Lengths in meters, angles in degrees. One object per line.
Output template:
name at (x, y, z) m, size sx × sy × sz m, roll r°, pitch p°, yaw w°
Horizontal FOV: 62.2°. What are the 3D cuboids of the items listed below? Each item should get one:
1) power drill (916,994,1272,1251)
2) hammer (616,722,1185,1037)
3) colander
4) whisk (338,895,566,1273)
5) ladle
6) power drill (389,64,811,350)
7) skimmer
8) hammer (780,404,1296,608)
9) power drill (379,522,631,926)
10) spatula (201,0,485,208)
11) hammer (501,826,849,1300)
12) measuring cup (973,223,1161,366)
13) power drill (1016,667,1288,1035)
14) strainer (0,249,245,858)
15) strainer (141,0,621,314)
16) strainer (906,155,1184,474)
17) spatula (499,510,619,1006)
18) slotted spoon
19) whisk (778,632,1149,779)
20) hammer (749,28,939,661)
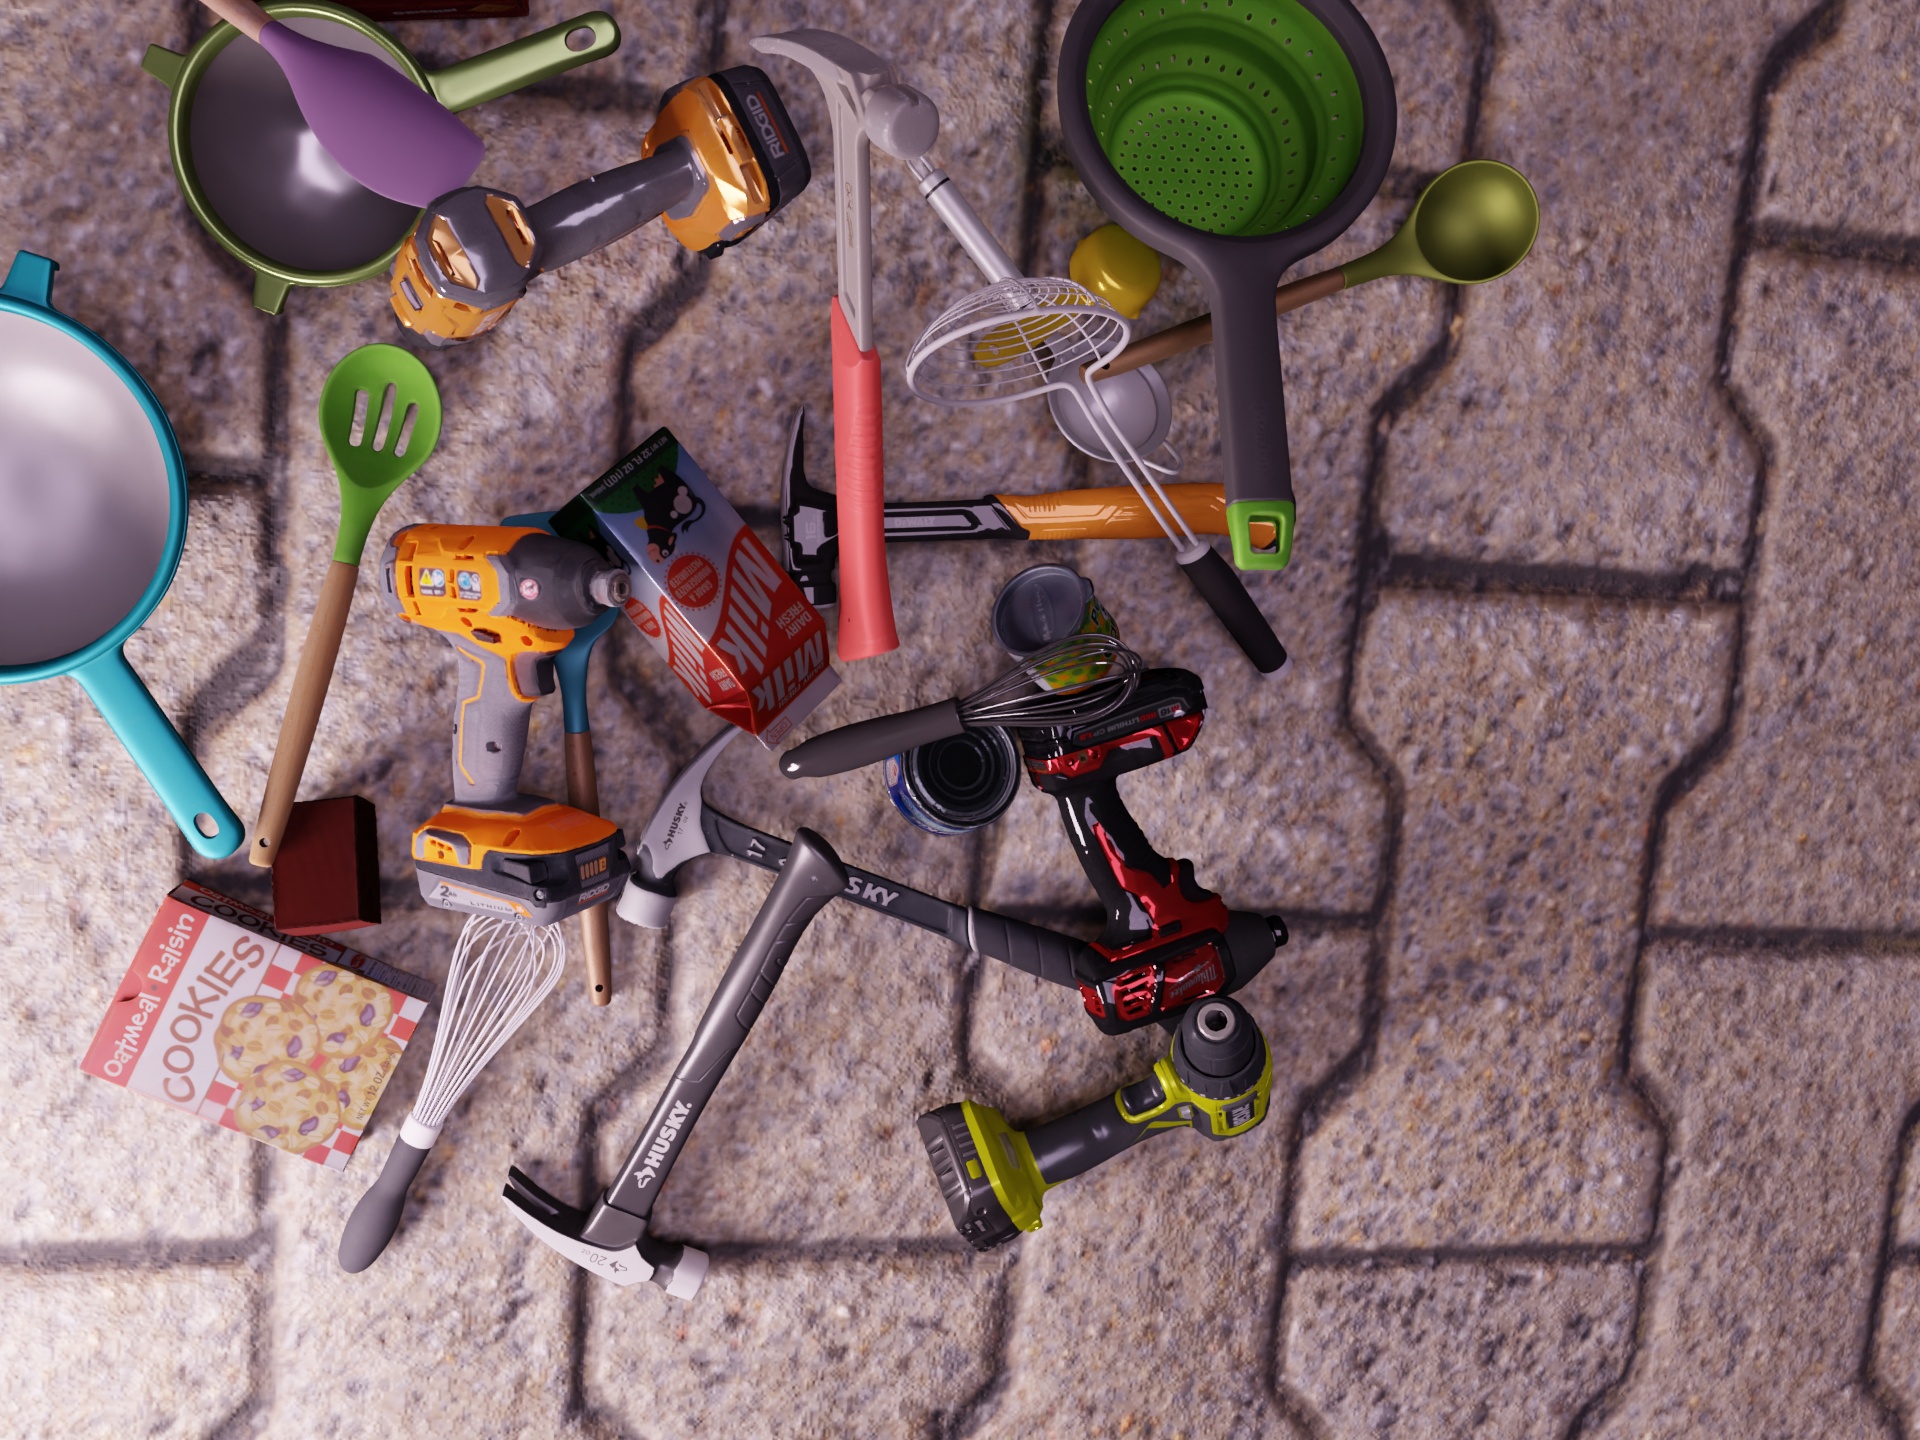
power drill at (0.094, 0.252, 1.024) m, size 0.228 × 0.190 × 0.080 m, roll -24°, pitch 61°, yaw -1°
hammer at (-0.009, 0.126, 1.054) m, size 0.408 × 0.036 × 0.149 m, roll 21°, pitch 94°, yaw -13°
colander at (0.153, -0.274, 0.949) m, size 0.204 × 0.094 × 0.397 m, roll -1°, pitch 81°, yaw -9°
whisk at (-0.327, 0.231, 1.007) m, size 0.070 × 0.070 × 0.284 m, roll 27°, pitch 99°, yaw -13°
ladle at (0.221, -0.274, 1.000) m, size 0.320 × 0.062 × 0.078 m, roll -23°, pitch 90°, yaw -13°
power drill at (-0.217, -0.277, 0.903) m, size 0.226 × 0.185 × 0.084 m, roll -32°, pitch 104°, yaw -23°
skimmer at (0.106, -0.124, 0.958) m, size 0.127 × 0.090 × 0.362 m, roll -18°, pitch 130°, yaw 33°
hammer at (0.053, -0.140, 1.023) m, size 0.337 × 0.034 × 0.127 m, roll -2°, pitch 100°, yaw -10°
power drill at (-0.255, -0.001, 0.931) m, size 0.164 × 0.084 × 0.226 m, roll 5°, pitch 104°, yaw 29°
spatula at (-0.387, -0.378, 0.842) m, size 0.316 × 0.018 × 0.060 m, roll 39°, pitch 91°, yaw 1°
hammer at (-0.167, 0.214, 1.014) m, size 0.146 × 0.035 × 0.334 m, roll 26°, pitch 103°, yaw -13°
measuring cup at (0.067, -0.257, 0.973) m, size 0.156 × 0.029 × 0.062 m, roll -39°, pitch 93°, yaw -31°
power drill at (0.127, 0.082, 1.033) m, size 0.143 × 0.078 × 0.219 m, roll -17°, pitch 96°, yaw -12°
strainer at (-0.501, -0.076, 0.906) m, size 0.211 × 0.095 × 0.340 m, roll -28°, pitch 105°, yaw -2°
strainer at (-0.310, -0.342, 0.900) m, size 0.256 × 0.069 × 0.151 m, roll -21°, pitch 104°, yaw 0°
strainer at (0.049, -0.252, 1.002) m, size 0.087 × 0.050 × 0.258 m, roll -42°, pitch 98°, yaw -26°
spatula at (-0.238, 0.028, 1.005) m, size 0.082 × 0.044 × 0.317 m, roll -4°, pitch 104°, yaw -10°
slotted spoon at (-0.371, -0.068, 0.937) m, size 0.070 × 0.031 × 0.314 m, roll 14°, pitch 85°, yaw -11°
whisk at (-0.001, -0.002, 0.967) m, size 0.239 × 0.055 × 0.055 m, roll -17°, pitch 102°, yaw 13°
hammer at (-0.063, -0.190, 0.892) m, size 0.036 × 0.149 × 0.358 m, roll -20°, pitch 133°, yaw -25°
